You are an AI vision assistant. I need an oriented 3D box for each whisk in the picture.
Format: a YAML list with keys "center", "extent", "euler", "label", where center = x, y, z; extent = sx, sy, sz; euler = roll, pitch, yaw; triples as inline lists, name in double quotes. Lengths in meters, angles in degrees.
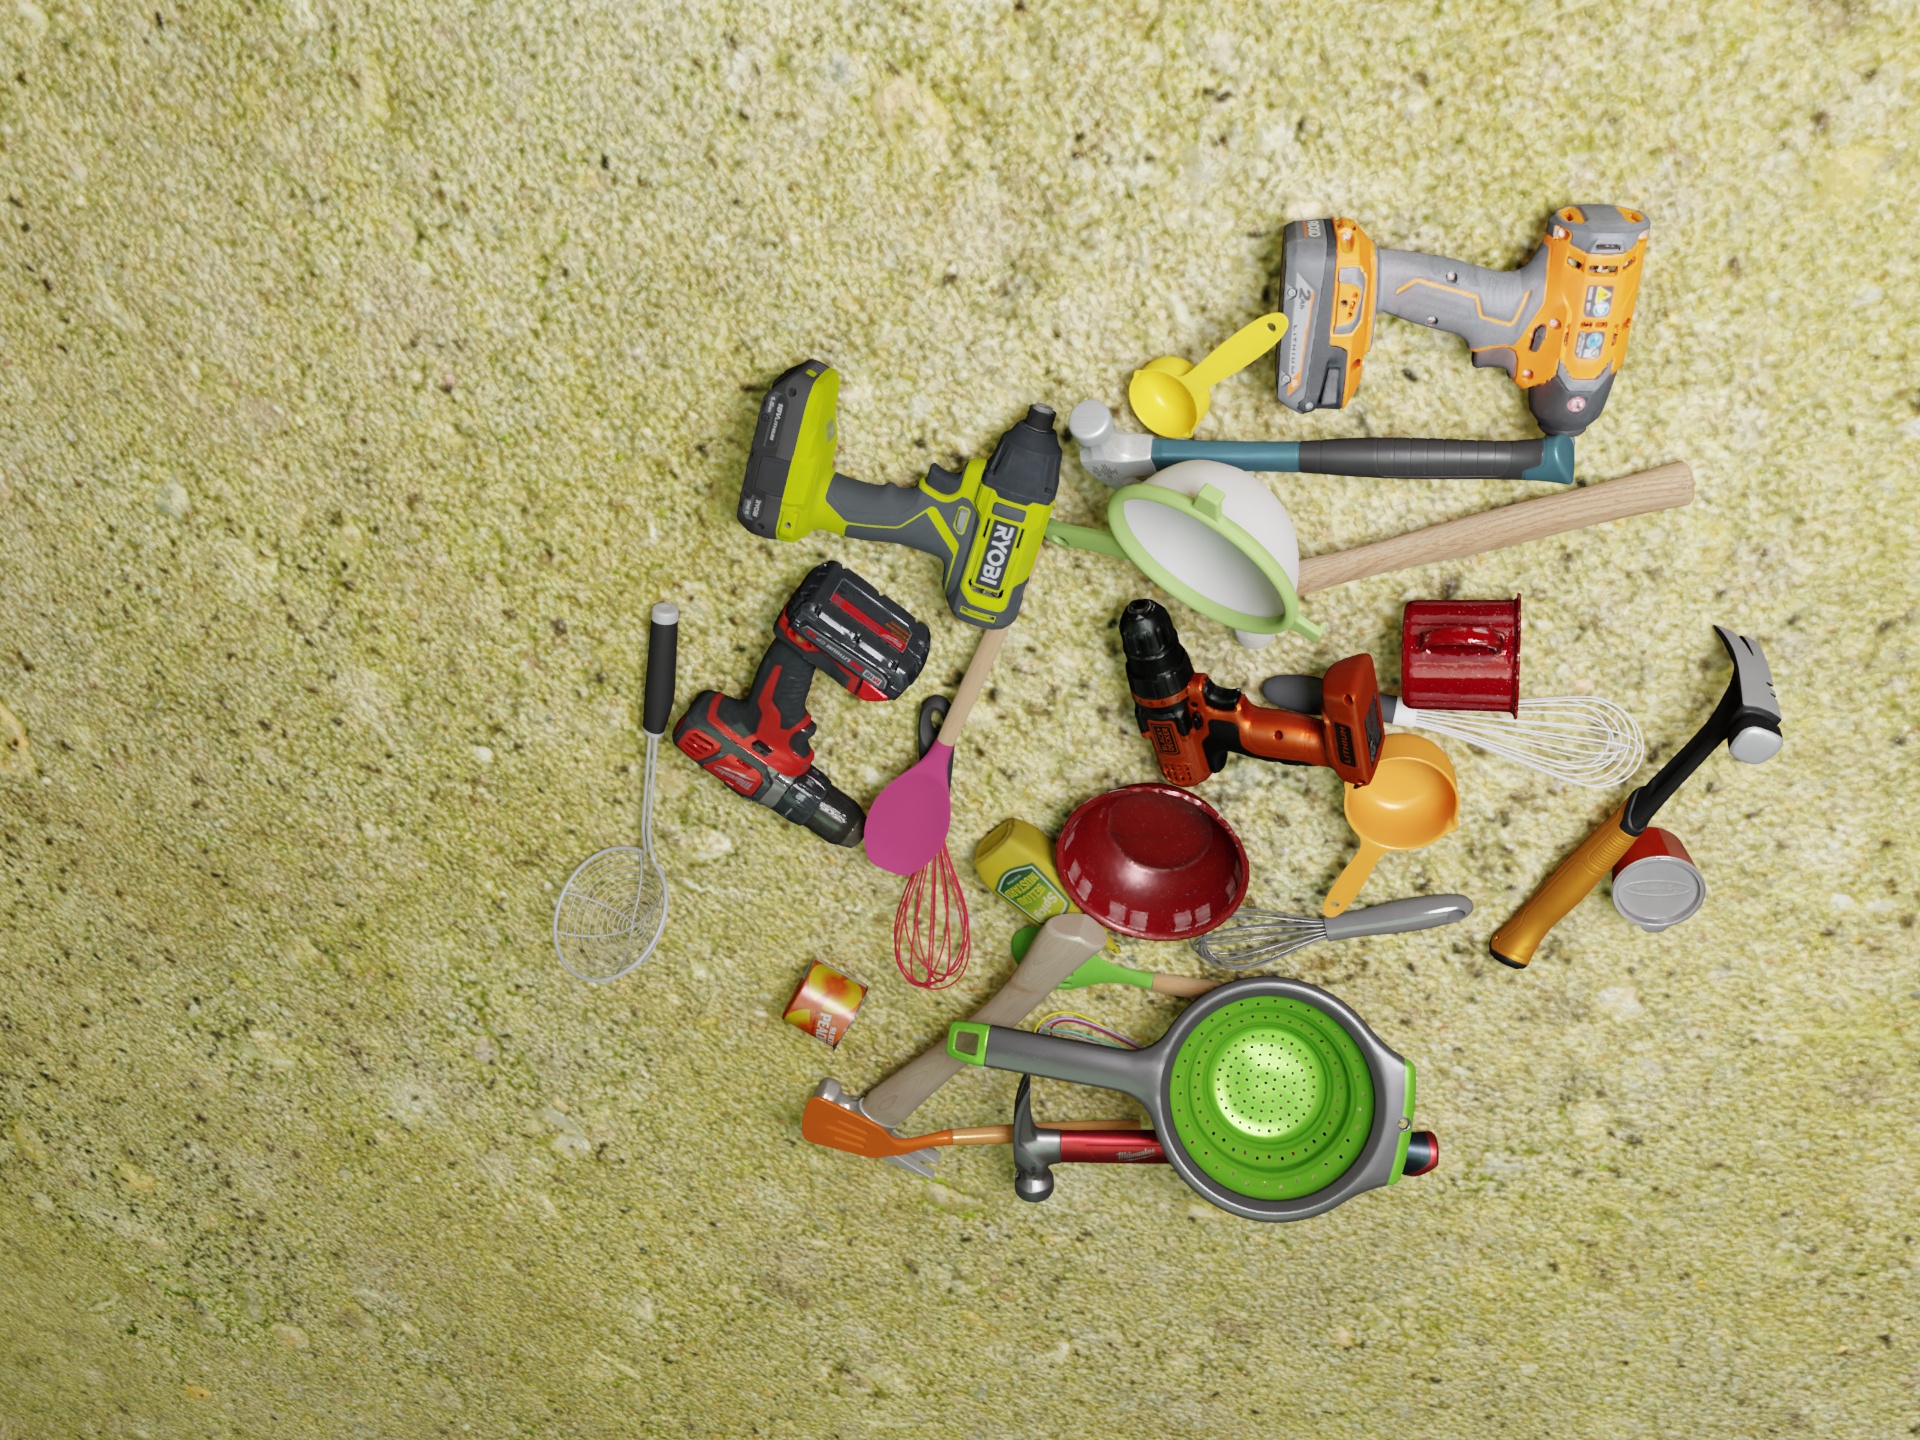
- center: [0.374, 0.000, 1.220]
  extent: [0.284, 0.070, 0.070]
  euler: [10, 123, 13]
  label: "whisk"
- center: [0.311, 0.173, 1.349]
  extent: [0.239, 0.055, 0.055]
  euler: [-11, 118, 15]
  label: "whisk"
- center: [0.187, 0.316, 1.468]
  extent: [0.245, 0.047, 0.051]
  euler: [14, 135, 0]
  label: "whisk"
- center: [-0.023, 0.113, 1.385]
  extent: [0.073, 0.073, 0.295]
  euler: [6, 116, 10]
  label: "whisk"

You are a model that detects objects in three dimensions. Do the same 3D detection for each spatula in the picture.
- center: [0.013, 0.384, 1.503]
  extent: [0.322, 0.041, 0.081]
  euler: [0, 137, -13]
  label: "spatula"

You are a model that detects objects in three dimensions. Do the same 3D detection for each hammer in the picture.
- center: [0.247, -0.181, 1.092]
  extent: [0.331, 0.128, 0.033]
  euler: [4, 78, 16]
  label: "hammer"
- center: [0.241, 0.380, 1.458]
  extent: [0.386, 0.038, 0.143]
  euler: [-1, 120, 3]
  label: "hammer"
- center: [0.506, 0.079, 1.224]
  extent: [0.034, 0.127, 0.336]
  euler: [22, 133, -2]
  label: "hammer"
- center: [0.014, 0.302, 1.471]
  extent: [0.146, 0.038, 0.410]
  euler: [34, 130, -10]
  label: "hammer"
- center: [0.348, -0.130, 1.139]
  extent: [0.331, 0.031, 0.129]
  euler: [-13, 149, 15]
  label: "hammer"

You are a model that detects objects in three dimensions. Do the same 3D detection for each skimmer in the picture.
- center: [-0.298, 0.067, 1.400]
  extent: [0.127, 0.090, 0.363]
  euler: [34, 127, 33]
  label: "skimmer"

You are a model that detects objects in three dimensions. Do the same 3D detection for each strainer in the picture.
- center: [0.151, -0.140, 1.128]
  extent: [0.151, 0.256, 0.069]
  euler: [44, 77, -32]
  label: "strainer"

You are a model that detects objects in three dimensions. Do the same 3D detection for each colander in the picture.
- center: [0.188, 0.309, 1.392]
  extent: [0.397, 0.094, 0.204]
  euler: [9, 87, 8]
  label: "colander"

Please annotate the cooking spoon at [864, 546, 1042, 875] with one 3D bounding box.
- center: [-0.002, -0.004, 1.300]
  extent: [0.068, 0.017, 0.318]
  euler: [24, 114, -3]
  label: "cooking spoon"

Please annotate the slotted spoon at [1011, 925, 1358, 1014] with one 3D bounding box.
- center: [0.198, 0.237, 1.424]
  extent: [0.314, 0.031, 0.070]
  euler: [10, 127, 6]
  label: "slotted spoon"

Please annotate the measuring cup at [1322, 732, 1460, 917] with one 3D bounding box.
- center: [0.335, 0.085, 1.283]
  extent: [0.095, 0.052, 0.173]
  euler: [22, 125, -1]
  label: "measuring cup"

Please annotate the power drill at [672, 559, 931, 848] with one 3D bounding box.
- center: [-0.115, -0.001, 1.325]
  extent: [0.188, 0.080, 0.226]
  euler: [36, 125, -9]
  label: "power drill"

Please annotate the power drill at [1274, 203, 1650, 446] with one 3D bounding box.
- center: [0.327, -0.256, 1.060]
  extent: [0.226, 0.084, 0.164]
  euler: [2, 123, 8]
  label: "power drill"

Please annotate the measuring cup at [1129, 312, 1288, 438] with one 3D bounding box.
- center: [0.176, -0.246, 1.095]
  extent: [0.062, 0.029, 0.156]
  euler: [48, 146, -10]
  label: "measuring cup"

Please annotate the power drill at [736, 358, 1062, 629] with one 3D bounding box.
- center: [-0.041, -0.181, 1.191]
  extent: [0.223, 0.080, 0.171]
  euler: [18, 116, 1]
  label: "power drill"
